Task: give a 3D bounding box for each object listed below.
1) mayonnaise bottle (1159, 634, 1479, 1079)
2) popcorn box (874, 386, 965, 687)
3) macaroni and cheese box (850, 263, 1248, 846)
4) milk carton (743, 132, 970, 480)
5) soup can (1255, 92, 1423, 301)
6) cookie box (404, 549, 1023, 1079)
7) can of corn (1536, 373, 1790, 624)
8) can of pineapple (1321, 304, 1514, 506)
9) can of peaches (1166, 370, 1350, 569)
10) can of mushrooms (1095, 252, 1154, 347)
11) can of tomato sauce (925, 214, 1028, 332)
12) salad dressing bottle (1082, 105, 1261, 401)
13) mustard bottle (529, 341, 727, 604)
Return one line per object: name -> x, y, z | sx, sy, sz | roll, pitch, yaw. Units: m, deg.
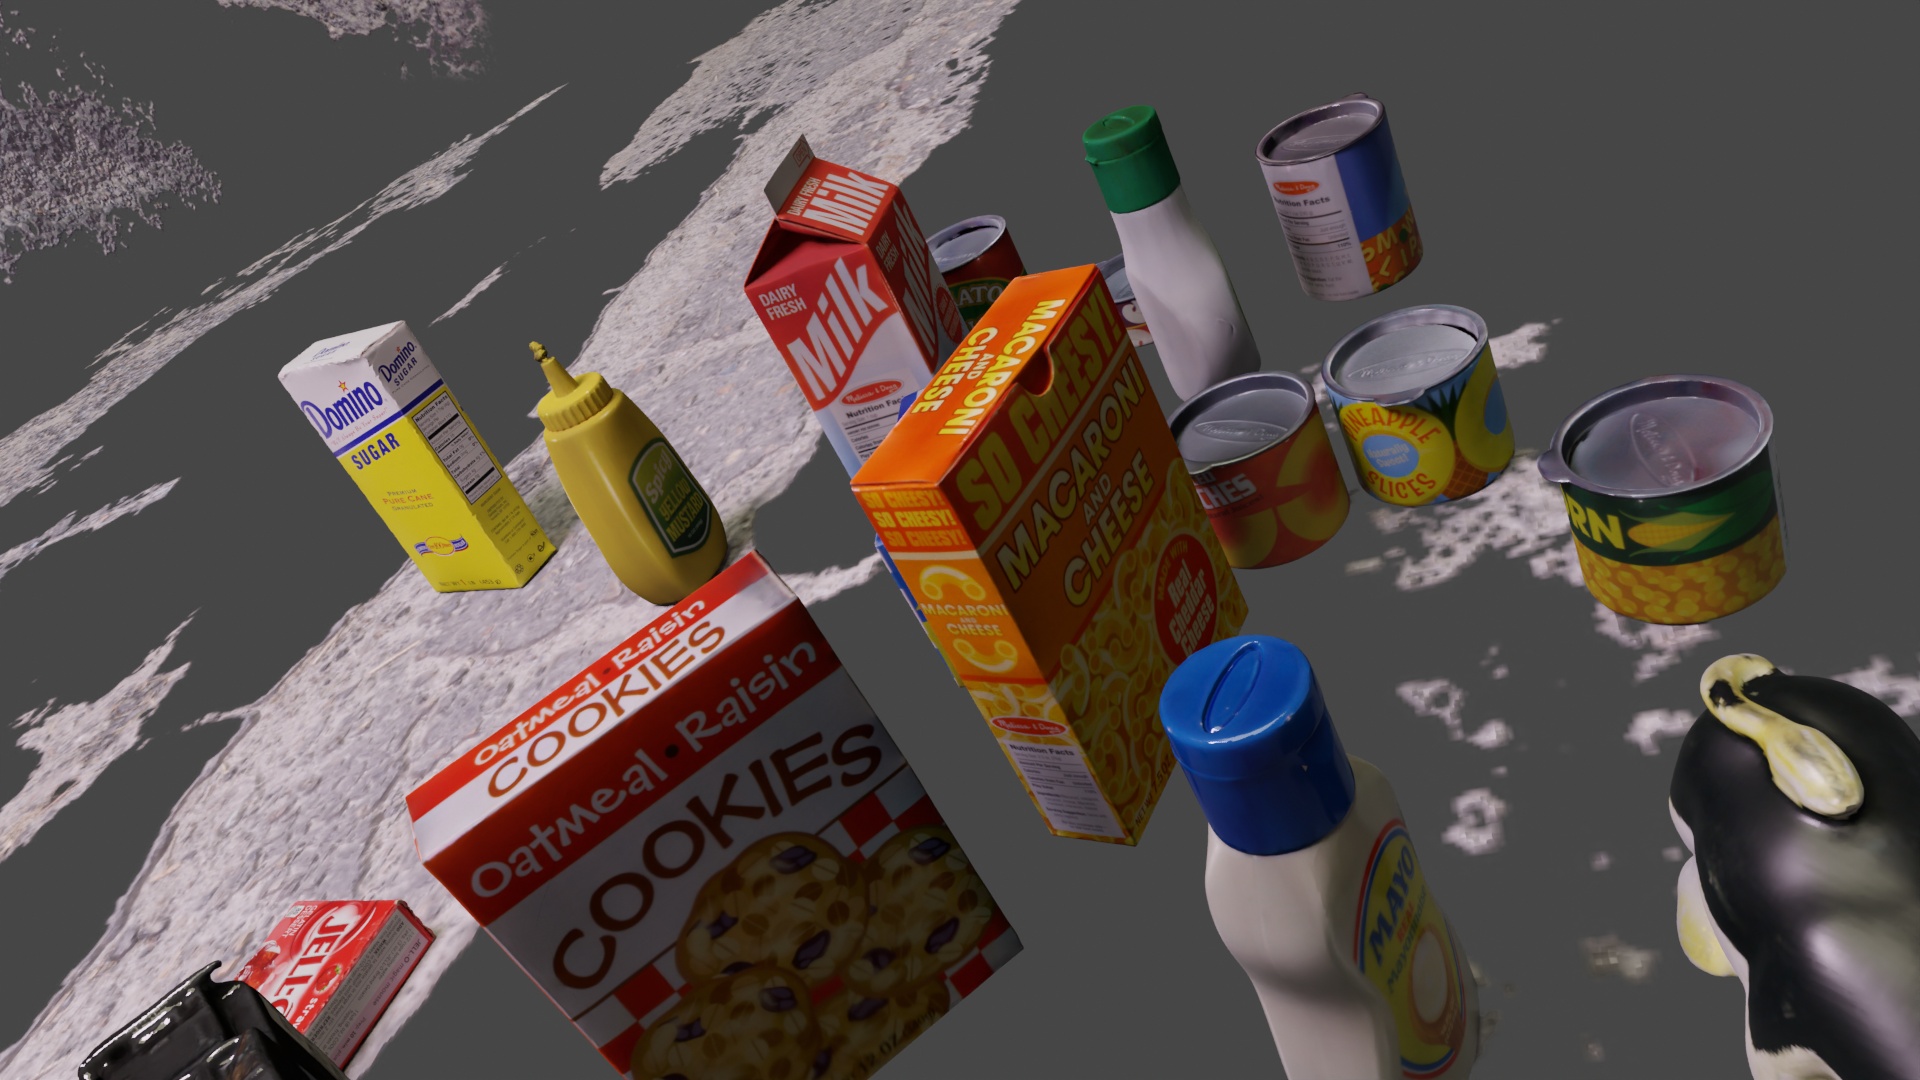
mayonnaise bottle -> 0.091, 0.089, 0.347 | 0.041, 0.147, 0.065 | 0, 40, 39
popcorn box -> 0.002, -0.008, 0.626 | 0.038, 0.085, 0.127 | -19, 32, 16
macaroni and cheese box -> 0.042, 0.006, 0.494 | 0.040, 0.165, 0.124 | -2, 39, 38
milk carton -> -0.047, -0.111, 0.718 | 0.073, 0.189, 0.073 | -15, 33, 22
soup can -> 0.200, -0.178, 0.724 | 0.071, 0.083, 0.072 | -21, 31, 13
cookie box -> -0.068, 0.105, 0.432 | 0.123, 0.166, 0.040 | -36, 31, -13
can of corn -> 0.238, -0.013, 0.470 | 0.071, 0.058, 0.071 | -21, 31, 13
can of pineapple -> 0.188, -0.054, 0.573 | 0.071, 0.057, 0.071 | -21, 31, 13
can of peaches -> 0.123, -0.028, 0.586 | 0.071, 0.058, 0.071 | -21, 31, 13
can of mushrooms -> 0.103, -0.141, 0.796 | 0.071, 0.033, 0.071 | -20, 31, 13
can of tomato sauce -> 0.012, -0.136, 0.814 | 0.071, 0.082, 0.071 | -21, 31, 13
salad dressing bottle -> 0.103, -0.137, 0.678 | 0.044, 0.147, 0.064 | -31, 30, -4
mustard bottle -> -0.186, -0.040, 0.751 | 0.049, 0.159, 0.066 | -10, 35, 29
